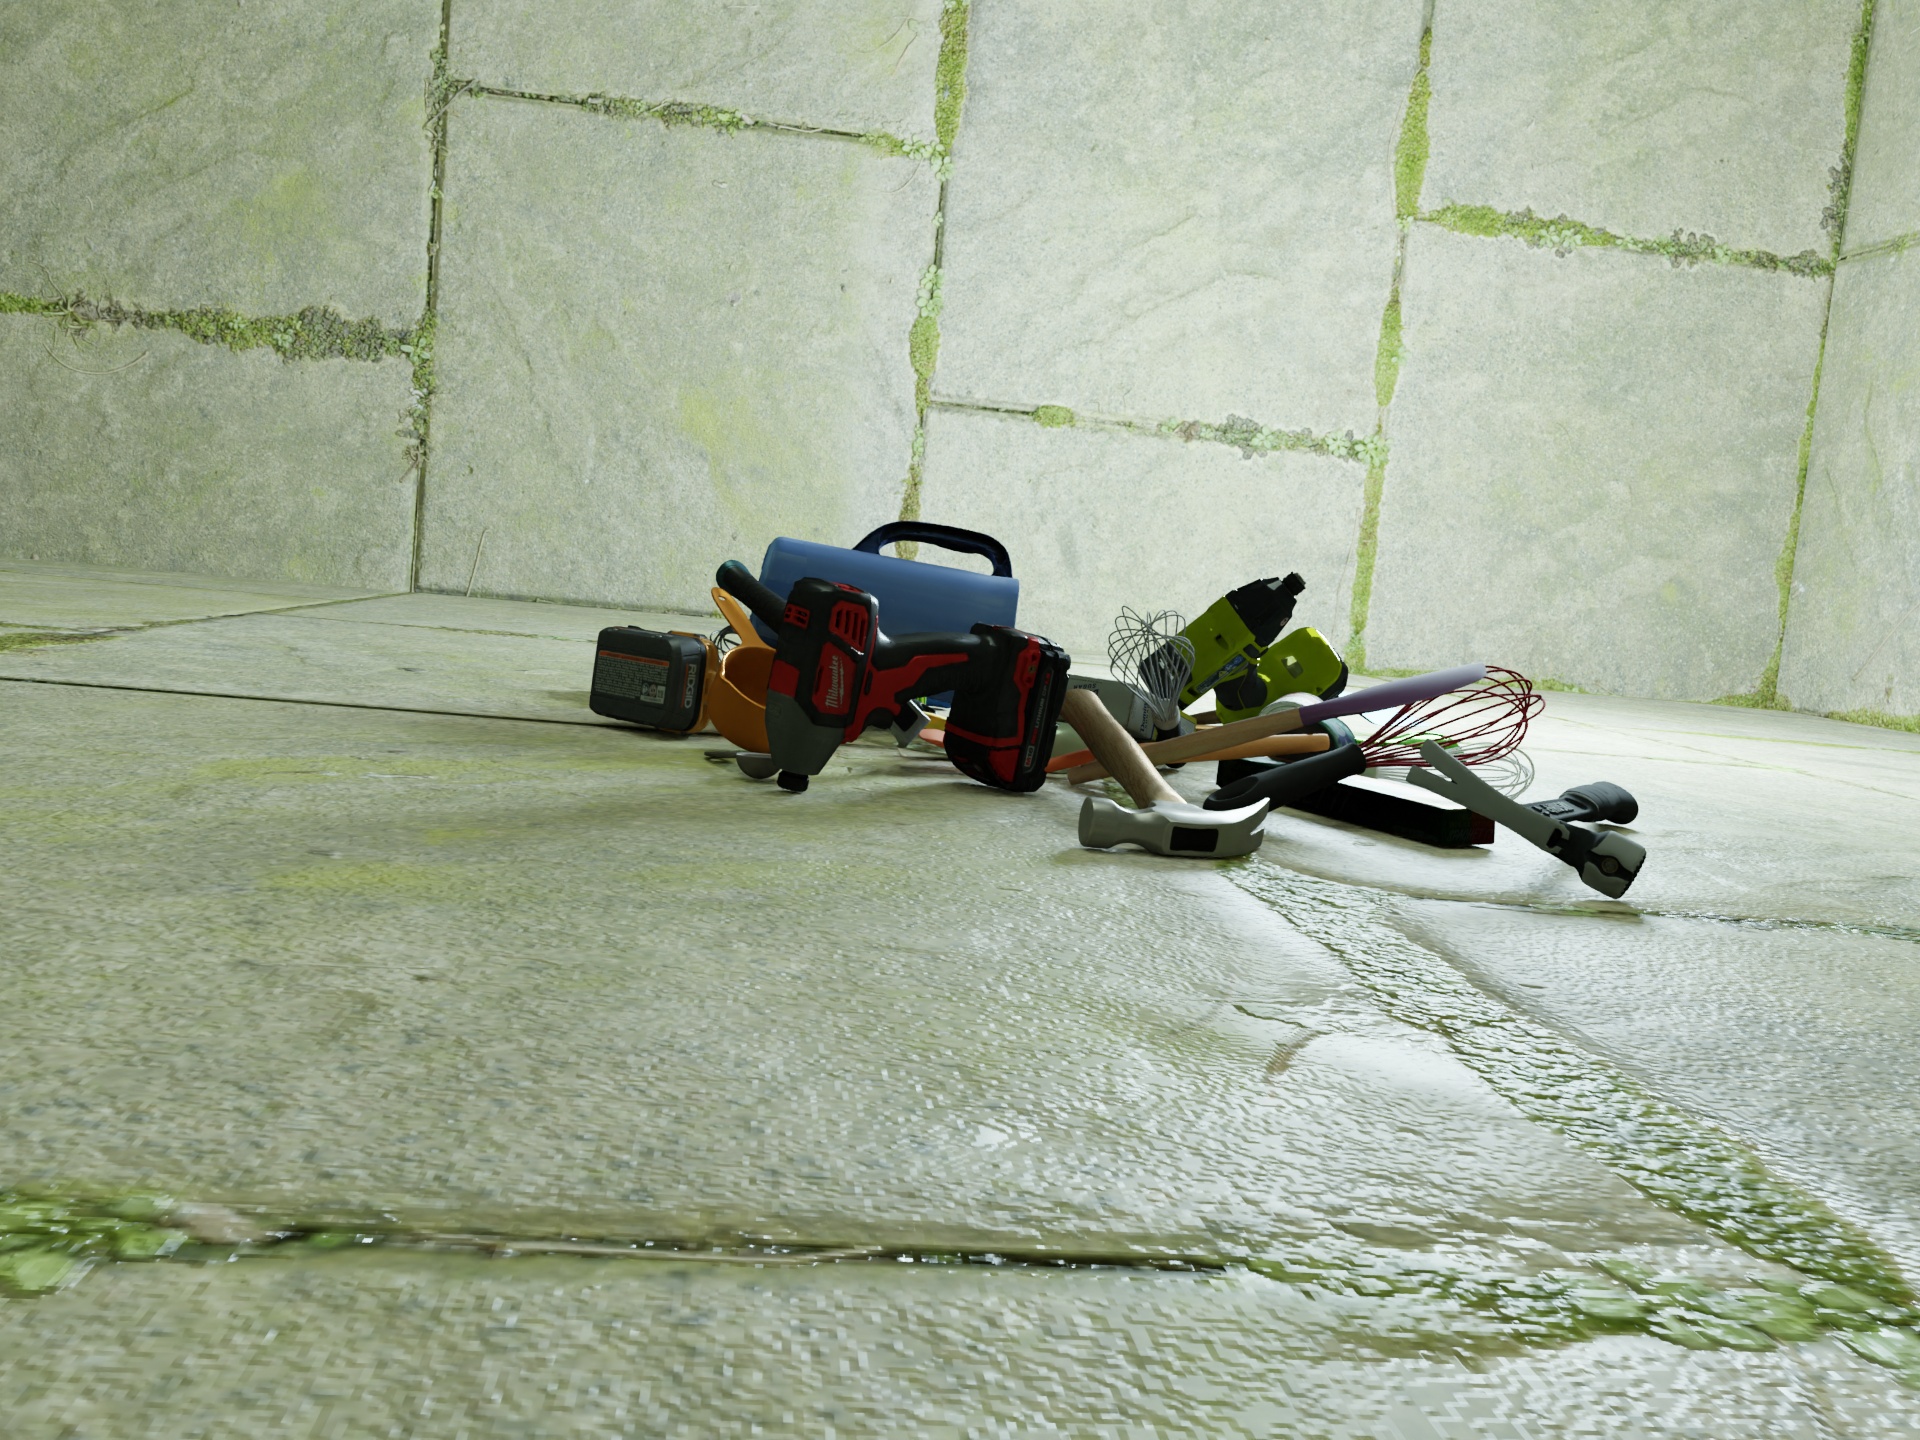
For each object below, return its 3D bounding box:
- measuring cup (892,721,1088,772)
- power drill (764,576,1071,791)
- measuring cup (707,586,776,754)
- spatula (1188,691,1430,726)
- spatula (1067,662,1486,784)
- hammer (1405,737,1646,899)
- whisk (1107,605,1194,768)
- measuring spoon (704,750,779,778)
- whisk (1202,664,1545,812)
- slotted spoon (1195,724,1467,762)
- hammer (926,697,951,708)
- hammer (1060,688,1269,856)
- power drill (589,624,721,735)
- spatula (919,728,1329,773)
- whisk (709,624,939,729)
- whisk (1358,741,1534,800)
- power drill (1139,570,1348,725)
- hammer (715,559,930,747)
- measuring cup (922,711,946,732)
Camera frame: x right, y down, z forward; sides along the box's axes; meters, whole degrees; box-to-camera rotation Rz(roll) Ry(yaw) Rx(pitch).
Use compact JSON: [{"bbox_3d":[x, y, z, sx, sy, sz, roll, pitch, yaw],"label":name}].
[{"bbox_3d":[0.028,0.015,1.321,0.167,0.038,0.083,7,5,-7],"label":"measuring cup"},{"bbox_3d":[-0.036,-0.013,1.111,0.219,0.143,0.079,9,6,-38],"label":"power drill"},{"bbox_3d":[-0.173,-0.039,1.272,0.095,0.052,0.174,4,36,-37],"label":"measuring cup"},{"bbox_3d":[0.353,-0.003,1.703,0.082,0.044,0.317,1,-5,-34],"label":"spatula"},{"bbox_3d":[0.226,0.005,1.171,0.316,0.018,0.060,-15,14,21],"label":"spatula"},{"bbox_3d":[0.431,0.061,1.132,0.149,0.036,0.408,31,14,26],"label":"hammer"},{"bbox_3d":[0.161,-0.018,1.277,0.070,0.070,0.284,7,-20,15],"label":"whisk"},{"bbox_3d":[-0.160,0.031,1.147,0.034,0.018,0.124,2,0,-28],"label":"measuring spoon"},{"bbox_3d":[0.300,0.021,1.142,0.296,0.073,0.073,-18,14,-20],"label":"whisk"},{"bbox_3d":[0.377,0.020,1.671,0.313,0.031,0.070,4,1,-3],"label":"slotted spoon"},{"bbox_3d":[-0.184,-0.035,1.648,0.405,0.035,0.144,1,7,-36],"label":"hammer"},{"bbox_3d":[0.118,0.030,1.105,0.130,0.031,0.331,7,14,-9],"label":"hammer"},{"bbox_3d":[-0.215,-0.032,1.397,0.185,0.084,0.226,10,3,41],"label":"power drill"},{"bbox_3d":[0.129,0.019,1.258,0.322,0.041,0.081,-4,5,1],"label":"spatula"},{"bbox_3d":[-0.131,-0.039,1.532,0.239,0.055,0.055,20,7,5],"label":"whisk"},{"bbox_3d":[0.360,0.042,1.350,0.246,0.059,0.058,2,33,6],"label":"whisk"},{"bbox_3d":[0.287,-0.058,1.541,0.223,0.171,0.080,26,29,-57],"label":"power drill"},{"bbox_3d":[-0.125,-0.068,1.303,0.128,0.033,0.331,46,-5,-38],"label":"hammer"},{"bbox_3d":[-0.002,-0.004,1.345,0.062,0.029,0.156,-21,-19,29],"label":"measuring cup"}]
